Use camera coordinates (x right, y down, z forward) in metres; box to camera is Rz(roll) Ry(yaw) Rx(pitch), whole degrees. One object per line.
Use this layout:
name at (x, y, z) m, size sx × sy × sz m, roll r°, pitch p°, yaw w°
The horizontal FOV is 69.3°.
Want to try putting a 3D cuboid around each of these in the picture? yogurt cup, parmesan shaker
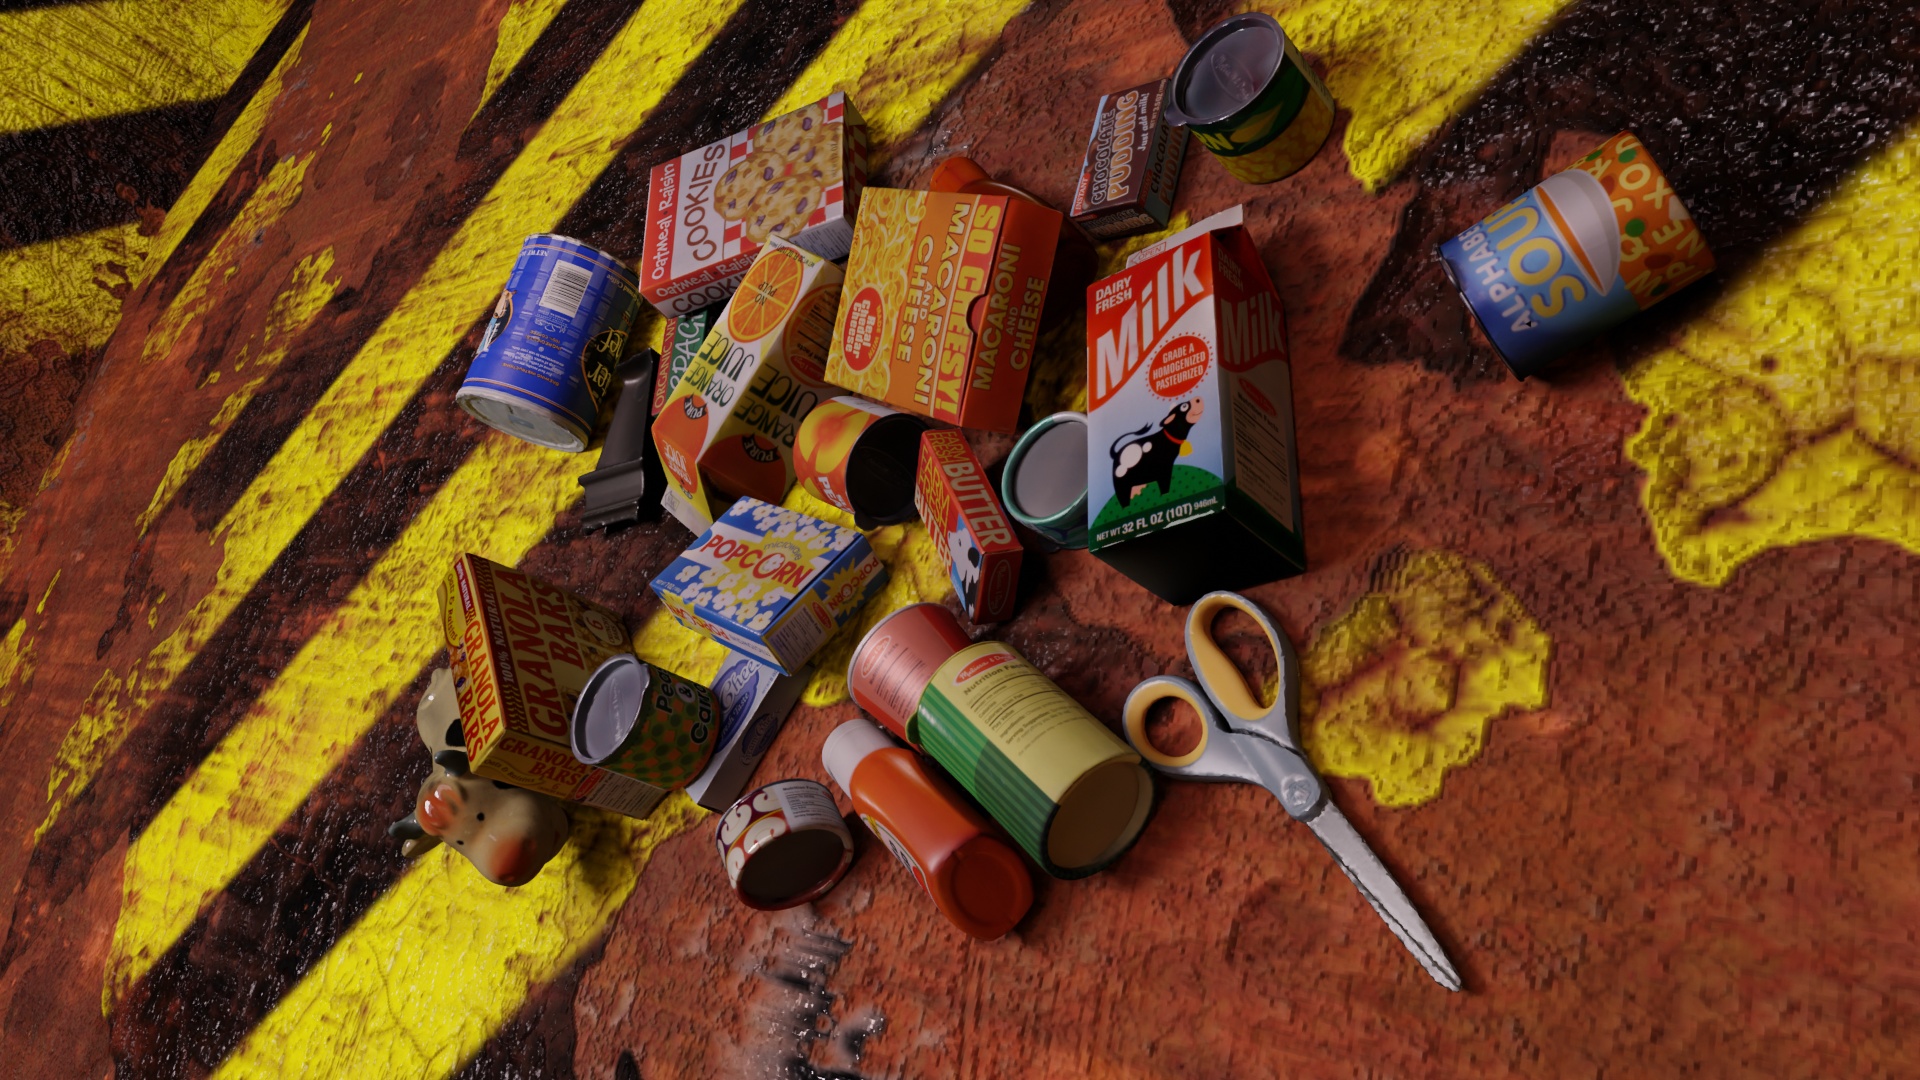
yogurt cup at (-0.015, 0.073, 0.702) m, size 0.072 × 0.072 × 0.054 m, roll -54°, pitch 51°, yaw 6°
parmesan shaker at (0.031, 0.101, 0.637) m, size 0.071 × 0.071 × 0.103 m, roll -56°, pitch 43°, yaw 4°

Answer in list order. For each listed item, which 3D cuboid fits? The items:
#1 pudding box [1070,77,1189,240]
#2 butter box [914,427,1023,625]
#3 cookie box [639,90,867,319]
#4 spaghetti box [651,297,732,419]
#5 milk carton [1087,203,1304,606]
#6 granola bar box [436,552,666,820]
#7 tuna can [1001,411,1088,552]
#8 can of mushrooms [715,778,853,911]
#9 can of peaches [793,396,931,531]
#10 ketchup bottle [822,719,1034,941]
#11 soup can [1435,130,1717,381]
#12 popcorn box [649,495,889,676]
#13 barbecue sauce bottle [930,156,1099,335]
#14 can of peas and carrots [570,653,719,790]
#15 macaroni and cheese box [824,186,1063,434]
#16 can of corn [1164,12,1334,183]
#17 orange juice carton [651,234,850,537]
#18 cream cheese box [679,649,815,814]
pudding box at (0.097, -0.215, 0.784) m, size 0.049 × 0.030 × 0.084 m, roll -1°, pitch 67°, yaw 44°
butter box at (0.003, -0.009, 0.741) m, size 0.104 × 0.024 × 0.052 m, roll -116°, pitch 24°, yaw -43°
cookie box at (-0.148, -0.239, 0.996) m, size 0.167 × 0.040 × 0.123 m, roll -15°, pitch 57°, yaw 20°
spaghetti box at (-0.192, -0.196, 1.047) m, size 0.050 × 0.028 × 0.251 m, roll -20°, pitch 54°, yaw 34°
milk carton at (0.109, -0.074, 0.660) m, size 0.072 × 0.073 × 0.191 m, roll -19°, pitch 55°, yaw 36°
granola bar box at (-0.255, 0.090, 0.872) m, size 0.039 × 0.124 × 0.166 m, roll -48°, pitch 44°, yaw 14°
tuna can at (0.054, -0.030, 0.716) m, size 0.071 × 0.033 × 0.071 m, roll -22°, pitch 53°, yaw 33°
can of mushrooms at (-0.092, 0.160, 0.721) m, size 0.071 × 0.071 × 0.033 m, roll -48°, pitch 45°, yaw 12°
can of peaches at (-0.056, -0.045, 0.804) m, size 0.058 × 0.071 × 0.071 m, roll 23°, pitch 84°, yaw 48°
ketchup bottle at (-0.022, 0.133, 0.678) m, size 0.043 × 0.064 × 0.149 m, roll -41°, pitch 32°, yaw -11°
soup can at (0.245, -0.114, 0.557) m, size 0.083 × 0.071 × 0.072 m, roll -33°, pitch 48°, yaw 26°
popcorn box at (-0.114, 0.024, 0.818) m, size 0.127 × 0.038 × 0.085 m, roll 17°, pitch 55°, yaw 47°
barbecue sauce bottle at (0.025, -0.183, 0.825) m, size 0.064 × 0.043 × 0.149 m, roll -50°, pitch 42°, yaw 17°
can of peas and carrots at (-0.180, 0.104, 0.804) m, size 0.070 × 0.058 × 0.071 m, roll -23°, pitch 52°, yaw 33°
macaroni and cheese box at (-0.016, -0.135, 0.795) m, size 0.166 × 0.040 × 0.123 m, roll 25°, pitch 105°, yaw 56°
can of corn at (0.150, -0.226, 0.720) m, size 0.071 × 0.058 × 0.071 m, roll -22°, pitch 54°, yaw 34°
orange juice carton at (-0.130, -0.093, 0.897) m, size 0.072 × 0.073 × 0.192 m, roll 34°, pitch 93°, yaw 47°
cream cheese box at (-0.131, 0.104, 0.822) m, size 0.053 × 0.024 × 0.104 m, roll 31°, pitch 90°, yaw 49°
